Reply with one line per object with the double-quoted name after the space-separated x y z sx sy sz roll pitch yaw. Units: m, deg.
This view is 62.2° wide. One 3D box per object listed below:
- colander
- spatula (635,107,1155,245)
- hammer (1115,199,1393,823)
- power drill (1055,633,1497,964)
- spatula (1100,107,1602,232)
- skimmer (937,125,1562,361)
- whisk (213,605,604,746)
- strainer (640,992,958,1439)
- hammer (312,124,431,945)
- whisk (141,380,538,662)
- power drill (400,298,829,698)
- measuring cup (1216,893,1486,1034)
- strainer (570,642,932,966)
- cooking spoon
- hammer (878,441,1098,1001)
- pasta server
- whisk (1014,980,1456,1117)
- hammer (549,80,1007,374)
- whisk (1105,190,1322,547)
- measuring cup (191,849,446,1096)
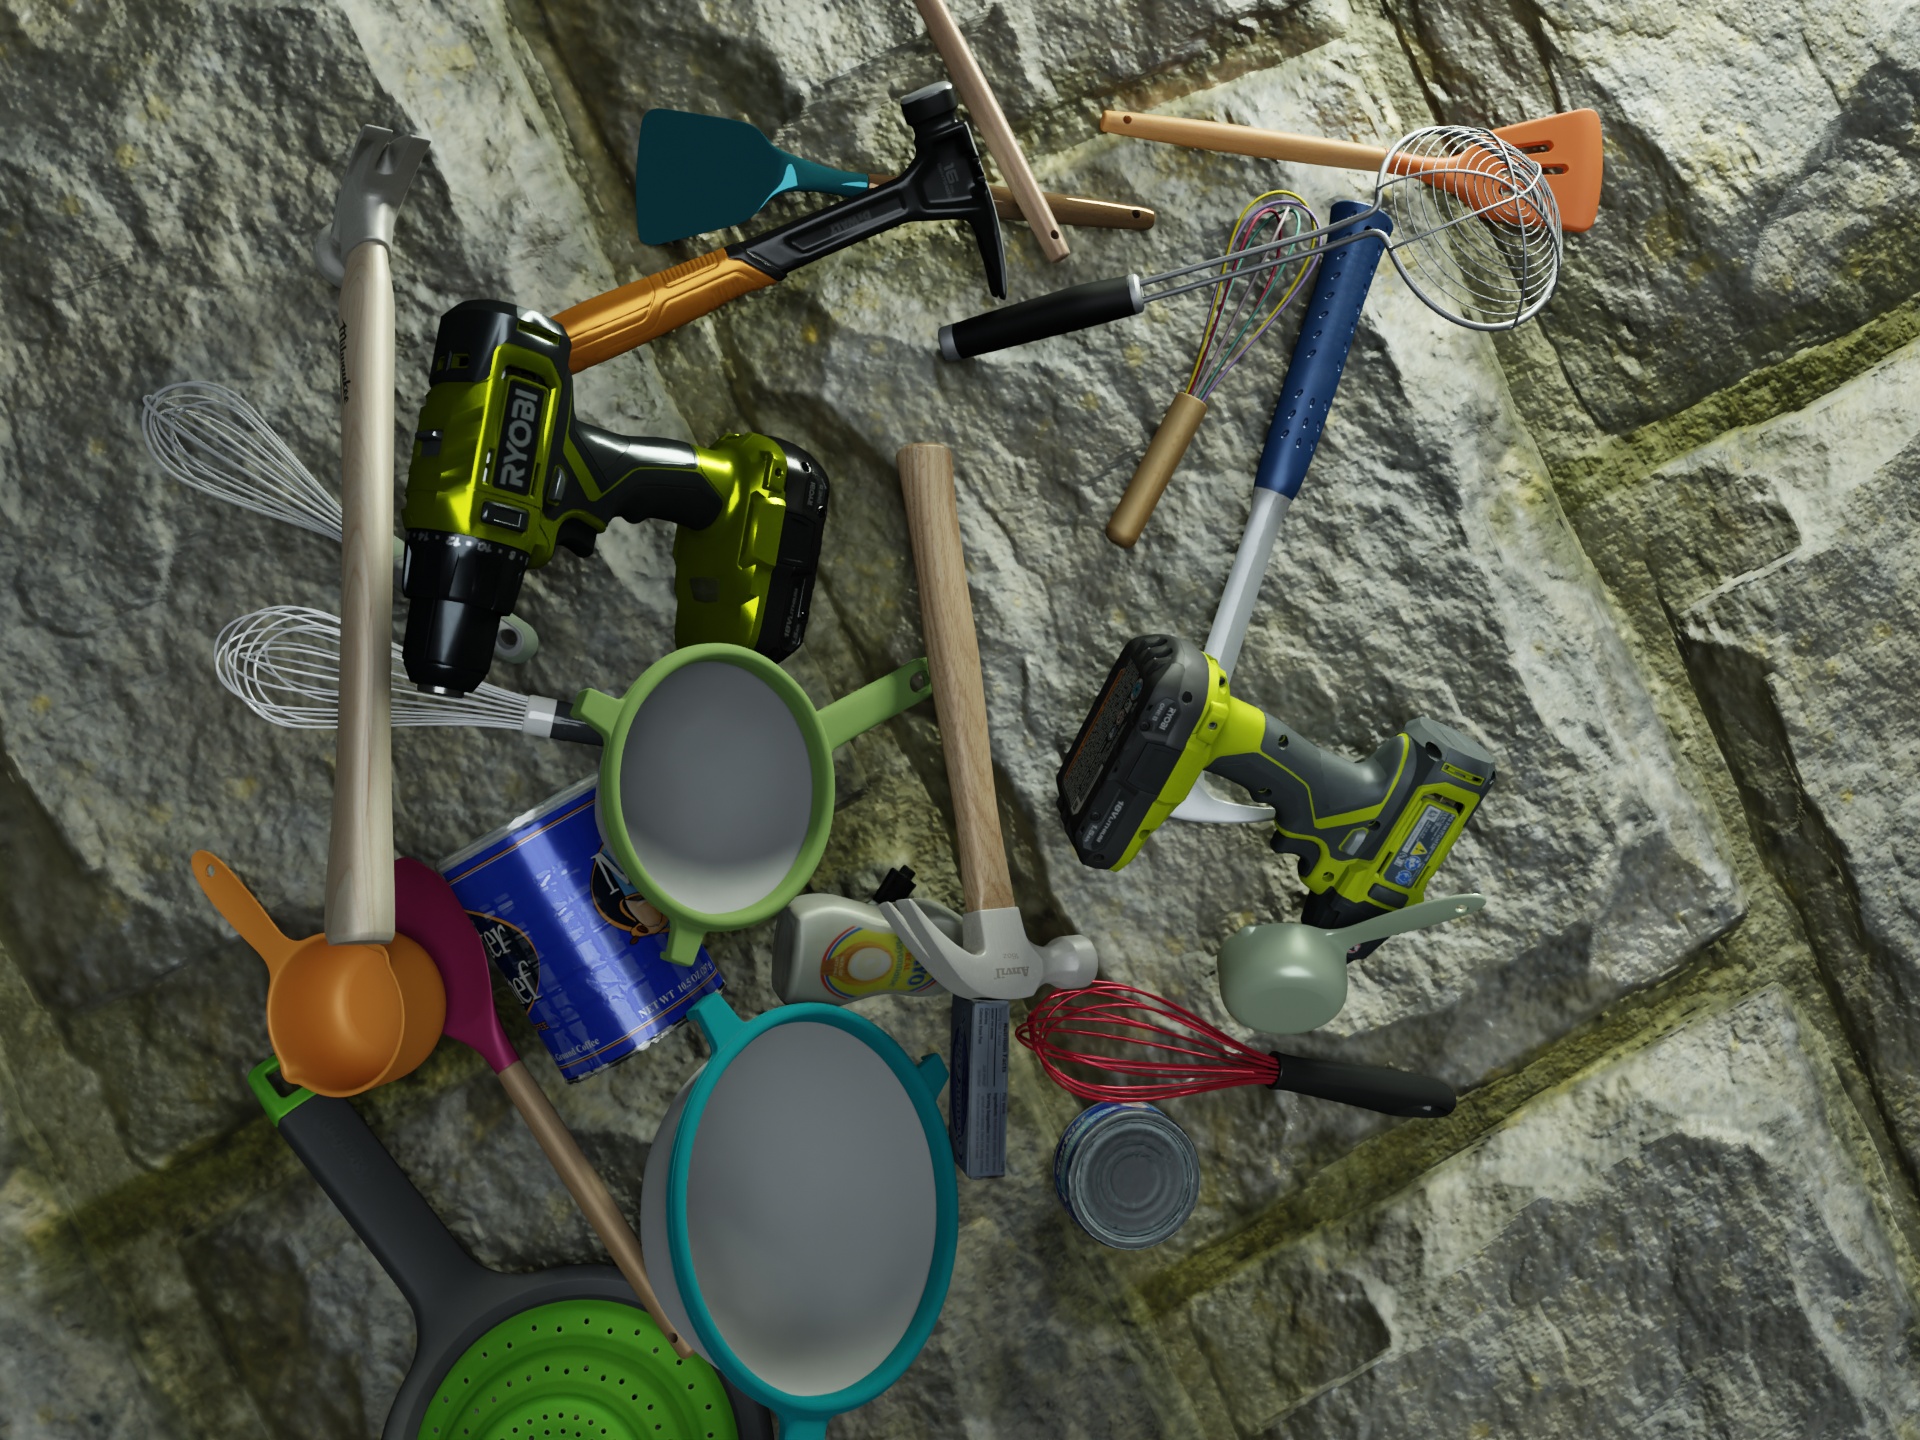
-0.264 0.348 0.869 0.397 0.094 0.204 47 49 12 "colander"
-0.034 -0.319 0.967 0.317 0.044 0.082 2 87 -15 "spatula"
0.197 -0.129 0.995 0.144 0.035 0.405 20 85 -9 "hammer"
0.177 0.055 0.928 0.223 0.080 0.171 21 110 -14 "power drill"
0.249 -0.363 1.011 0.322 0.041 0.081 4 88 -9 "spatula"
0.169 -0.259 0.948 0.363 0.090 0.127 -12 80 16 "skimmer"
-0.270 -0.008 0.898 0.284 0.070 0.070 12 86 -15 "whisk"
-0.106 0.326 0.850 0.210 0.095 0.341 26 58 -43 "strainer"
-0.303 -0.093 0.814 0.038 0.146 0.411 3 78 -30 "hammer"
-0.344 -0.107 0.890 0.246 0.059 0.058 35 94 -12 "whisk"
-0.185 -0.094 0.840 0.228 0.080 0.190 13 85 -47 "power drill"
0.225 0.139 0.914 0.083 0.167 0.038 40 40 -34 "measuring cup"
-0.111 0.017 0.889 0.256 0.069 0.151 -31 108 -45 "strainer"
-0.236 0.214 0.880 0.069 0.017 0.319 -37 82 13 "cooking spoon"
-0.001 -0.003 0.925 0.130 0.031 0.331 0 76 -38 "hammer"
-0.013 -0.417 0.959 0.060 0.040 0.316 -28 91 -10 "pasta server"
0.172 0.210 0.969 0.295 0.073 0.073 13 86 -15 "whisk"
-0.139 -0.248 0.923 0.337 0.034 0.127 -23 114 -4 "hammer"
0.151 -0.219 0.988 0.047 0.051 0.245 30 87 -43 "whisk"
-0.356 0.130 0.880 0.174 0.052 0.095 41 100 16 "measuring cup"
